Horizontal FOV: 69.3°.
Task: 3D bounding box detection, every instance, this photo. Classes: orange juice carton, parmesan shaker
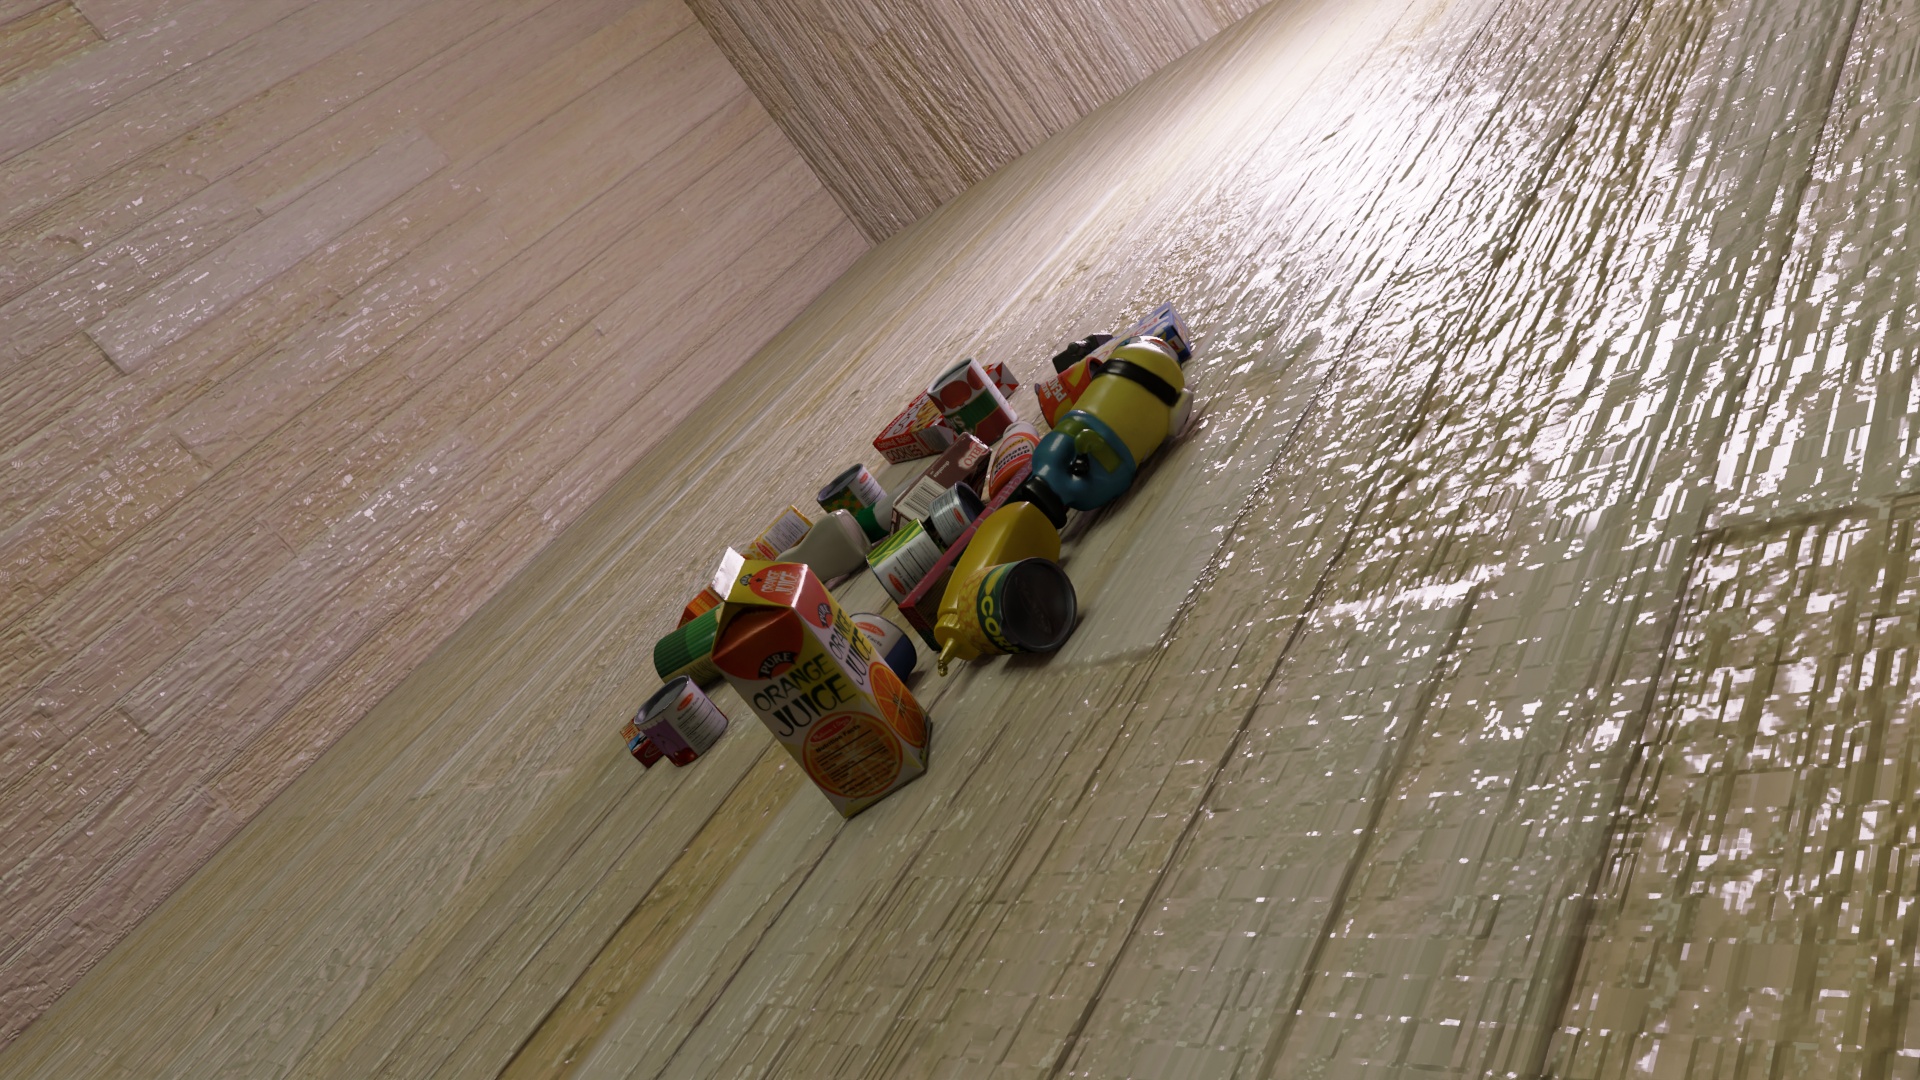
[{"bbox_3d":[-0.106,0.089,0.958,0.073,0.192,0.072,-33,16,14],"label":"orange juice carton"},{"bbox_3d":[-0.261,0.108,1.435,0.103,0.071,0.072,-29,19,28],"label":"parmesan shaker"}]

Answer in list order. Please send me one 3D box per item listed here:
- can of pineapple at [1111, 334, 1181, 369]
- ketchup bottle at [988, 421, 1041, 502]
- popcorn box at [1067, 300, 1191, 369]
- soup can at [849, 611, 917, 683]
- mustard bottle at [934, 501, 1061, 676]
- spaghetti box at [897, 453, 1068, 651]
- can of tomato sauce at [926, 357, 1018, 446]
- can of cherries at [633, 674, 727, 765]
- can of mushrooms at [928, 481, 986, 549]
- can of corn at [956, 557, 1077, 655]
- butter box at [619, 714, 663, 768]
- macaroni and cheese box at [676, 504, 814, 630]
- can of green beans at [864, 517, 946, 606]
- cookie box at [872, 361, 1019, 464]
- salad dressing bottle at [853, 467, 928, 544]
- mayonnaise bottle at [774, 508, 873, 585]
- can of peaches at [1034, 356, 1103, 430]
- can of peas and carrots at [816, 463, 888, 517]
[{"bbox_3d":[0.160,-0.140,1.232,0.071,0.071,0.058,-29,19,28],"label":"can of pineapple"},{"bbox_3d":[0.058,-0.072,1.301,0.064,0.043,0.149,-34,17,14],"label":"ketchup bottle"},{"bbox_3d":[0.163,-0.175,1.362,0.126,0.038,0.085,-32,17,19],"label":"popcorn box"},{"bbox_3d":[-0.082,0.110,1.082,0.071,0.071,0.084,-21,25,45],"label":"soup can"},{"bbox_3d":[0.019,0.041,1.054,0.048,0.065,0.161,-12,34,48],"label":"mustard bottle"},{"bbox_3d":[0.041,-0.009,1.161,0.028,0.050,0.251,-13,30,53],"label":"spaghetti box"},{"bbox_3d":[0.011,-0.148,1.523,0.071,0.083,0.071,-34,17,12],"label":"can of tomato sauce"},{"bbox_3d":[-0.263,0.169,1.304,0.071,0.058,0.072,-35,18,13],"label":"can of cherries"},{"bbox_3d":[0.004,-0.015,1.229,0.033,0.071,0.071,-35,17,16],"label":"can of mushrooms"},{"bbox_3d":[0.038,0.049,0.986,0.071,0.071,0.058,-48,18,-29],"label":"can of corn"},{"bbox_3d":[-0.311,0.192,1.398,0.053,0.024,0.103,-43,17,-12],"label":"butter box"},{"bbox_3d":[-0.242,0.045,1.558,0.167,0.040,0.123,-47,0,-25],"label":"macaroni and cheese box"},{"bbox_3d":[-0.041,0.022,1.218,0.058,0.071,0.071,-37,17,3],"label":"can of green beans"},{"bbox_3d":[-0.021,-0.153,1.675,0.123,0.040,0.167,-46,18,-24],"label":"cookie box"},{"bbox_3d":[-0.052,-0.039,1.438,0.147,0.044,0.064,-27,22,36],"label":"salad dressing bottle"},{"bbox_3d":[-0.163,0.030,1.460,0.147,0.065,0.041,-35,-2,23],"label":"mayonnaise bottle"},{"bbox_3d":[0.112,-0.132,1.297,0.058,0.071,0.071,-28,20,28],"label":"can of peaches"},{"bbox_3d":[-0.120,-0.043,1.559,0.071,0.058,0.071,-35,16,12],"label":"can of peas and carrots"}]
